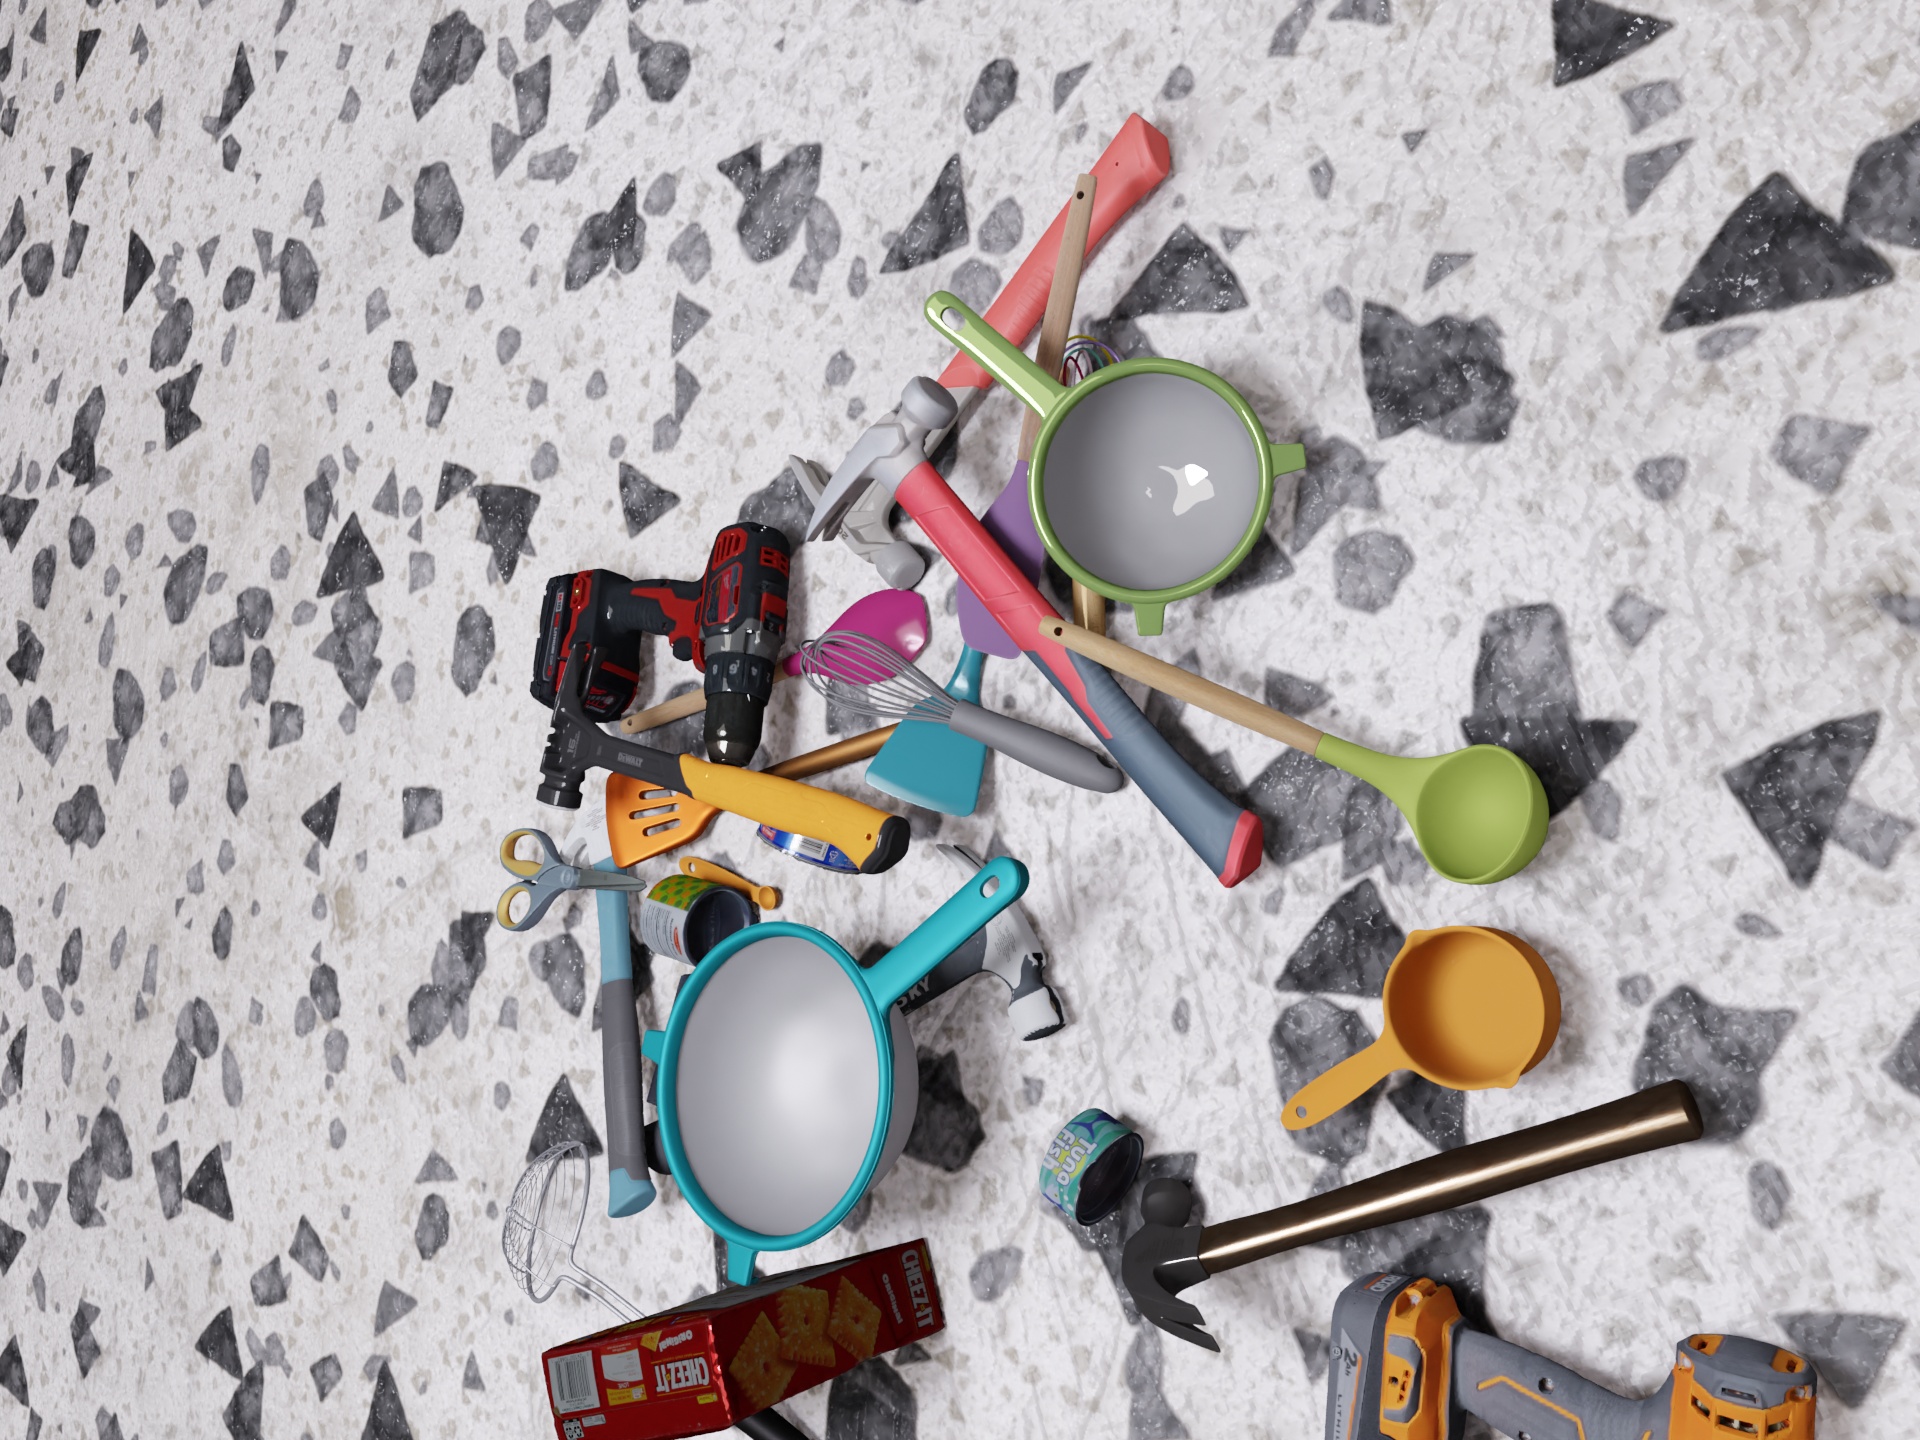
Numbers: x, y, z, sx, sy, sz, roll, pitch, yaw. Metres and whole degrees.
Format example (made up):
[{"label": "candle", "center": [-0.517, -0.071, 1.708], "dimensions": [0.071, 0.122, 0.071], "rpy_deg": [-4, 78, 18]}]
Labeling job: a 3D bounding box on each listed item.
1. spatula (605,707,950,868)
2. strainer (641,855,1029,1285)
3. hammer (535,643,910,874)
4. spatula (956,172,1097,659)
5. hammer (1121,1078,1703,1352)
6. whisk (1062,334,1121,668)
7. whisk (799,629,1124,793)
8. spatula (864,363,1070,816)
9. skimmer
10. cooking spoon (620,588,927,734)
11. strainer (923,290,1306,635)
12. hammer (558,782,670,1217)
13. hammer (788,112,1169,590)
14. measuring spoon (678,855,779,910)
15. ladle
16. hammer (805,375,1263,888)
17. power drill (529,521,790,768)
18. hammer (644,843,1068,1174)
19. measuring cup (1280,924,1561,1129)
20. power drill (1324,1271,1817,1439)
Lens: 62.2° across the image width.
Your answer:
[{"label": "spatula", "center": [-0.141, 0.040, 1.202], "dimensions": [0.322, 0.041, 0.081], "rpy_deg": [-19, 71, 32]}, {"label": "strainer", "center": [-0.058, 0.203, 1.049], "dimensions": [0.340, 0.095, 0.211], "rpy_deg": [-43, 57, 21]}, {"label": "hammer", "center": [-0.171, 0.037, 1.123], "dimensions": [0.337, 0.034, 0.127], "rpy_deg": [15, 92, 34]}, {"label": "spatula", "center": [0.048, -0.196, 1.044], "dimensions": [0.060, 0.018, 0.316], "rpy_deg": [18, 105, 23]}, {"label": "hammer", "center": [0.236, 0.263, 0.873], "dimensions": [0.331, 0.130, 0.031], "rpy_deg": [-26, 104, 24]}, {"label": "whisk", "center": [0.081, -0.135, 1.058], "dimensions": [0.051, 0.047, 0.245], "rpy_deg": [-2, 87, 35]}, {"label": "whisk", "center": [-0.002, -0.004, 1.062], "dimensions": [0.239, 0.055, 0.055], "rpy_deg": [23, 100, 12]}, {"label": "spatula", "center": [0.021, -0.094, 1.097], "dimensions": [0.082, 0.044, 0.317], "rpy_deg": [19, 95, 16]}, {"label": "skimmer", "center": [-0.224, 0.460, 1.229], "dimensions": [0.363, 0.090, 0.127], "rpy_deg": [28, 99, 25]}, {"label": "cooking spoon", "center": [-0.153, -0.034, 1.234], "dimensions": [0.319, 0.017, 0.069], "rpy_deg": [-18, 73, 34]}, {"label": "strainer", "center": [0.082, -0.183, 1.009], "dimensions": [0.256, 0.069, 0.151], "rpy_deg": [41, 102, 7]}, {"label": "hammer", "center": [-0.272, 0.222, 1.265], "dimensions": [0.128, 0.033, 0.331], "rpy_deg": [-23, 65, 34]}, {"label": "hammer", "center": [0.017, -0.271, 1.123], "dimensions": [0.359, 0.036, 0.149], "rpy_deg": [-51, 59, 22]}, {"label": "measuring spoon", "center": [-0.181, 0.126, 1.246], "dimensions": [0.117, 0.011, 0.021], "rpy_deg": [14, 104, 40]}, {"label": "ladle", "center": [0.181, 0.003, 0.918], "dimensions": [0.320, 0.062, 0.078], "rpy_deg": [25, 97, 22]}, {"label": "hammer", "center": [0.049, -0.040, 1.030], "dimensions": [0.386, 0.038, 0.143], "rpy_deg": [51, 120, 17]}, {"label": "power drill", "center": [-0.230, -0.048, 1.243], "dimensions": [0.227, 0.080, 0.188], "rpy_deg": [-8, 70, 34]}, {"label": "hammer", "center": [-0.104, 0.235, 1.160], "dimensions": [0.409, 0.036, 0.149], "rpy_deg": [-35, 65, 29]}, {"label": "measuring cup", "center": [0.255, 0.181, 0.889], "dimensions": [0.173, 0.052, 0.095], "rpy_deg": [-43, 62, 27]}, {"label": "power drill", "center": [0.306, 0.383, 0.813], "dimensions": [0.226, 0.084, 0.164], "rpy_deg": [2, 87, 33]}]
